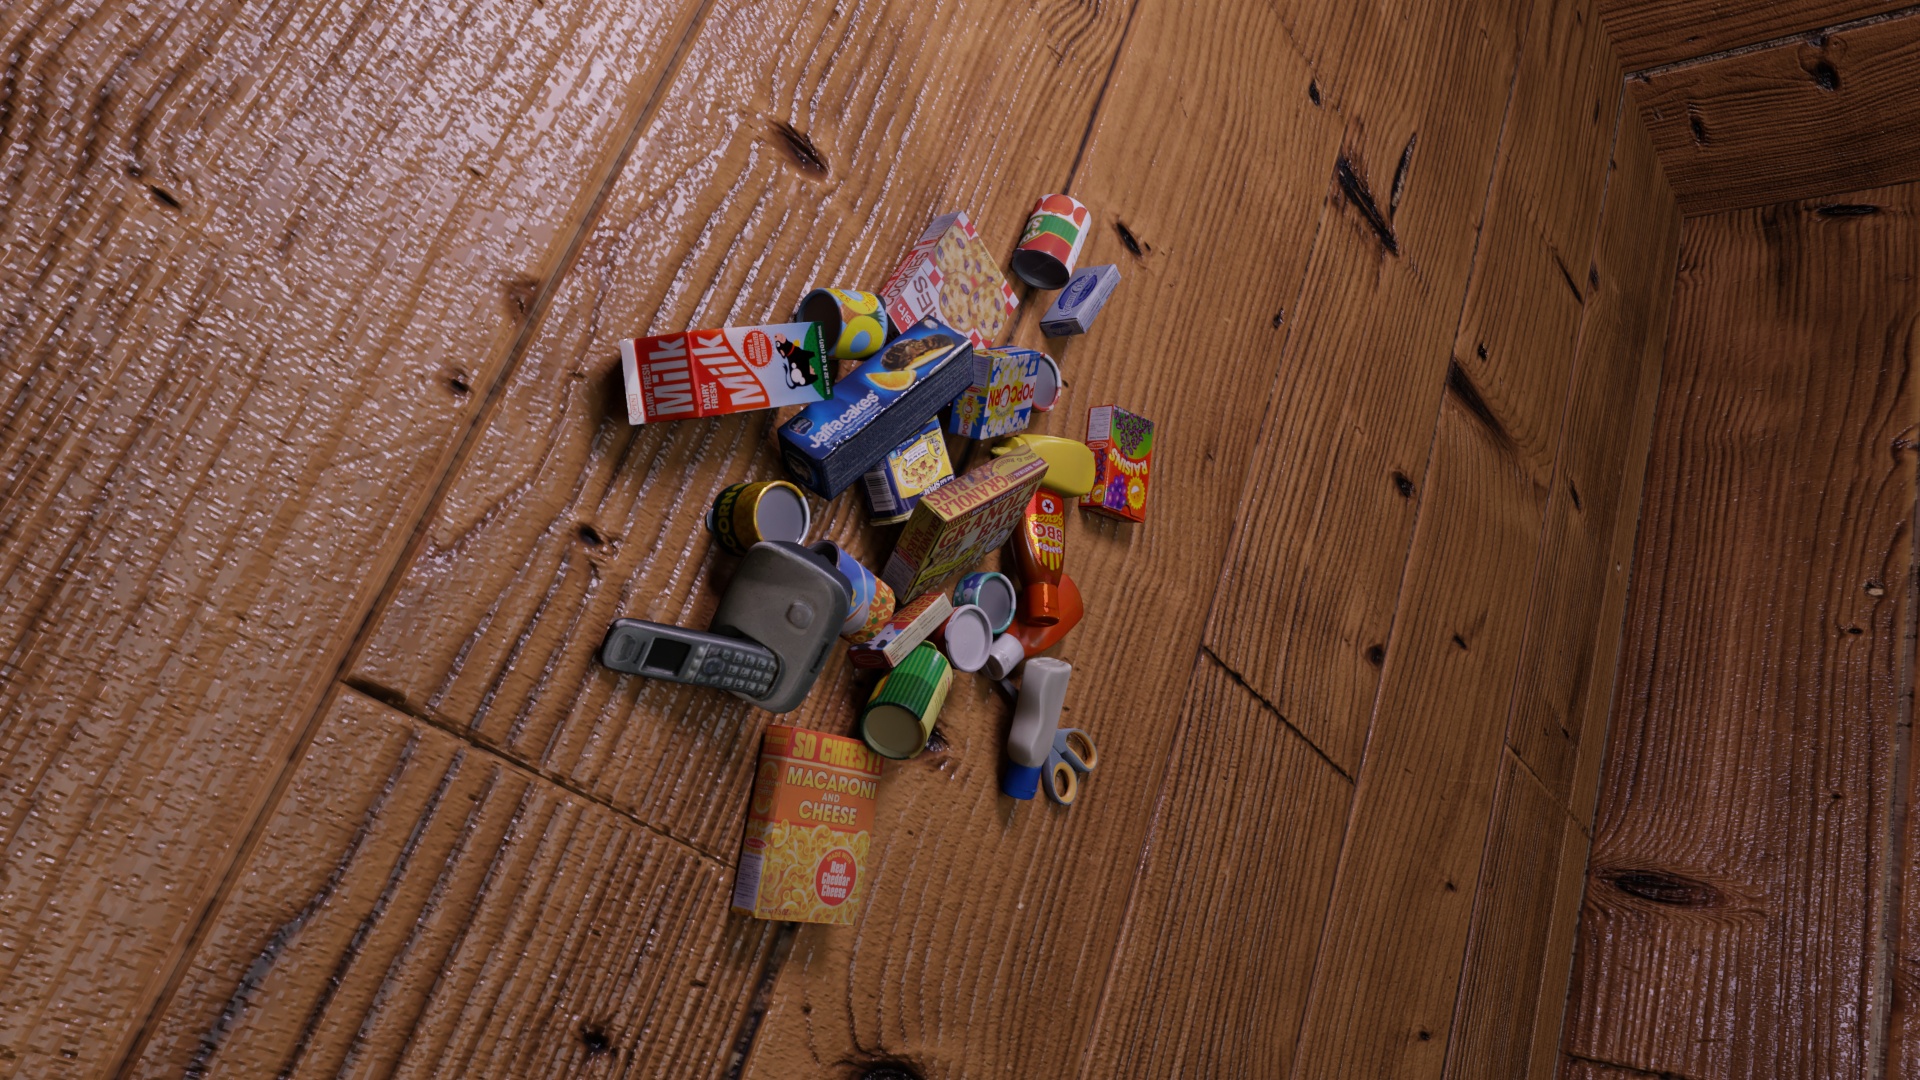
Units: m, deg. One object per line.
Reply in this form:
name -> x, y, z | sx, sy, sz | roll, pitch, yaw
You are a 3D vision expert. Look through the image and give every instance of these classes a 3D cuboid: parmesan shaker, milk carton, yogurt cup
parmesan shaker -> -0.051, 0.149, 1.313 | 0.103, 0.071, 0.071 | -63, 135, -61
milk carton -> -0.205, -0.142, 1.179 | 0.191, 0.073, 0.072 | -13, 99, -47
yogurt cup -> -0.009, 0.098, 1.398 | 0.072, 0.054, 0.072 | 2, 87, -48

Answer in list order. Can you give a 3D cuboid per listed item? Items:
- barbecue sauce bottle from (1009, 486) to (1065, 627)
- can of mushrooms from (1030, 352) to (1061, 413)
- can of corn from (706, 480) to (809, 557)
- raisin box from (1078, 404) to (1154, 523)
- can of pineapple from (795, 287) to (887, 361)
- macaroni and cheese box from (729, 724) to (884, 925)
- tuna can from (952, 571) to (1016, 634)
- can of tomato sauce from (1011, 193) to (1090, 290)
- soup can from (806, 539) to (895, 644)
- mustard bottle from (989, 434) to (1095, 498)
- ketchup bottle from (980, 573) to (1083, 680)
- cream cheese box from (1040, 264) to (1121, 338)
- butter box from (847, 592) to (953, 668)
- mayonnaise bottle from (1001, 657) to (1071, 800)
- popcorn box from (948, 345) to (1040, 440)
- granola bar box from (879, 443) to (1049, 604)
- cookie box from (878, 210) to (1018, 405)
barbecue sauce bottle -> 0.083, 0.018, 1.483 | 0.065, 0.043, 0.149 | 15, 61, -33
can of mushrooms -> 0.077, -0.170, 1.520 | 0.071, 0.033, 0.071 | 2, 87, -48
can of corn -> -0.176, -0.019, 1.216 | 0.071, 0.058, 0.071 | 3, 86, -48
raisin box -> 0.185, -0.089, 1.629 | 0.086, 0.040, 0.123 | 17, 76, -47
can of pineapple -> -0.110, -0.202, 1.290 | 0.058, 0.071, 0.071 | -6, 93, -47
macaroni and cheese box -> -0.136, 0.259, 1.262 | 0.123, 0.040, 0.167 | 22, 73, -46
tuna can -> 0.024, 0.067, 1.452 | 0.071, 0.033, 0.071 | 3, 86, -48
can of tomato sauce -> 0.099, -0.329, 1.527 | 0.071, 0.071, 0.083 | 42, 58, -38
soup can -> -0.110, 0.051, 1.278 | 0.083, 0.071, 0.071 | 41, 60, -39
mustard bottle -> 0.083, -0.086, 1.511 | 0.160, 0.049, 0.065 | 12, 78, -46
ketchup bottle -> 0.075, 0.096, 1.498 | 0.149, 0.043, 0.064 | -39, 114, -41
cream cheese box -> 0.137, -0.272, 1.574 | 0.024, 0.053, 0.104 | 56, 51, -32
butter box -> -0.057, 0.087, 1.347 | 0.104, 0.053, 0.024 | -42, 116, -41
mayonnaise bottle -> 0.077, 0.200, 1.474 | 0.065, 0.041, 0.148 | 2, 104, -61
popcorn box -> 0.037, -0.154, 1.431 | 0.127, 0.038, 0.085 | -21, 125, -63
granola bar box -> 0.005, -0.017, 1.374 | 0.039, 0.123, 0.166 | 44, 43, 16
cookie box -> -0.018, -0.234, 1.413 | 0.122, 0.040, 0.168 | 54, 51, -32
